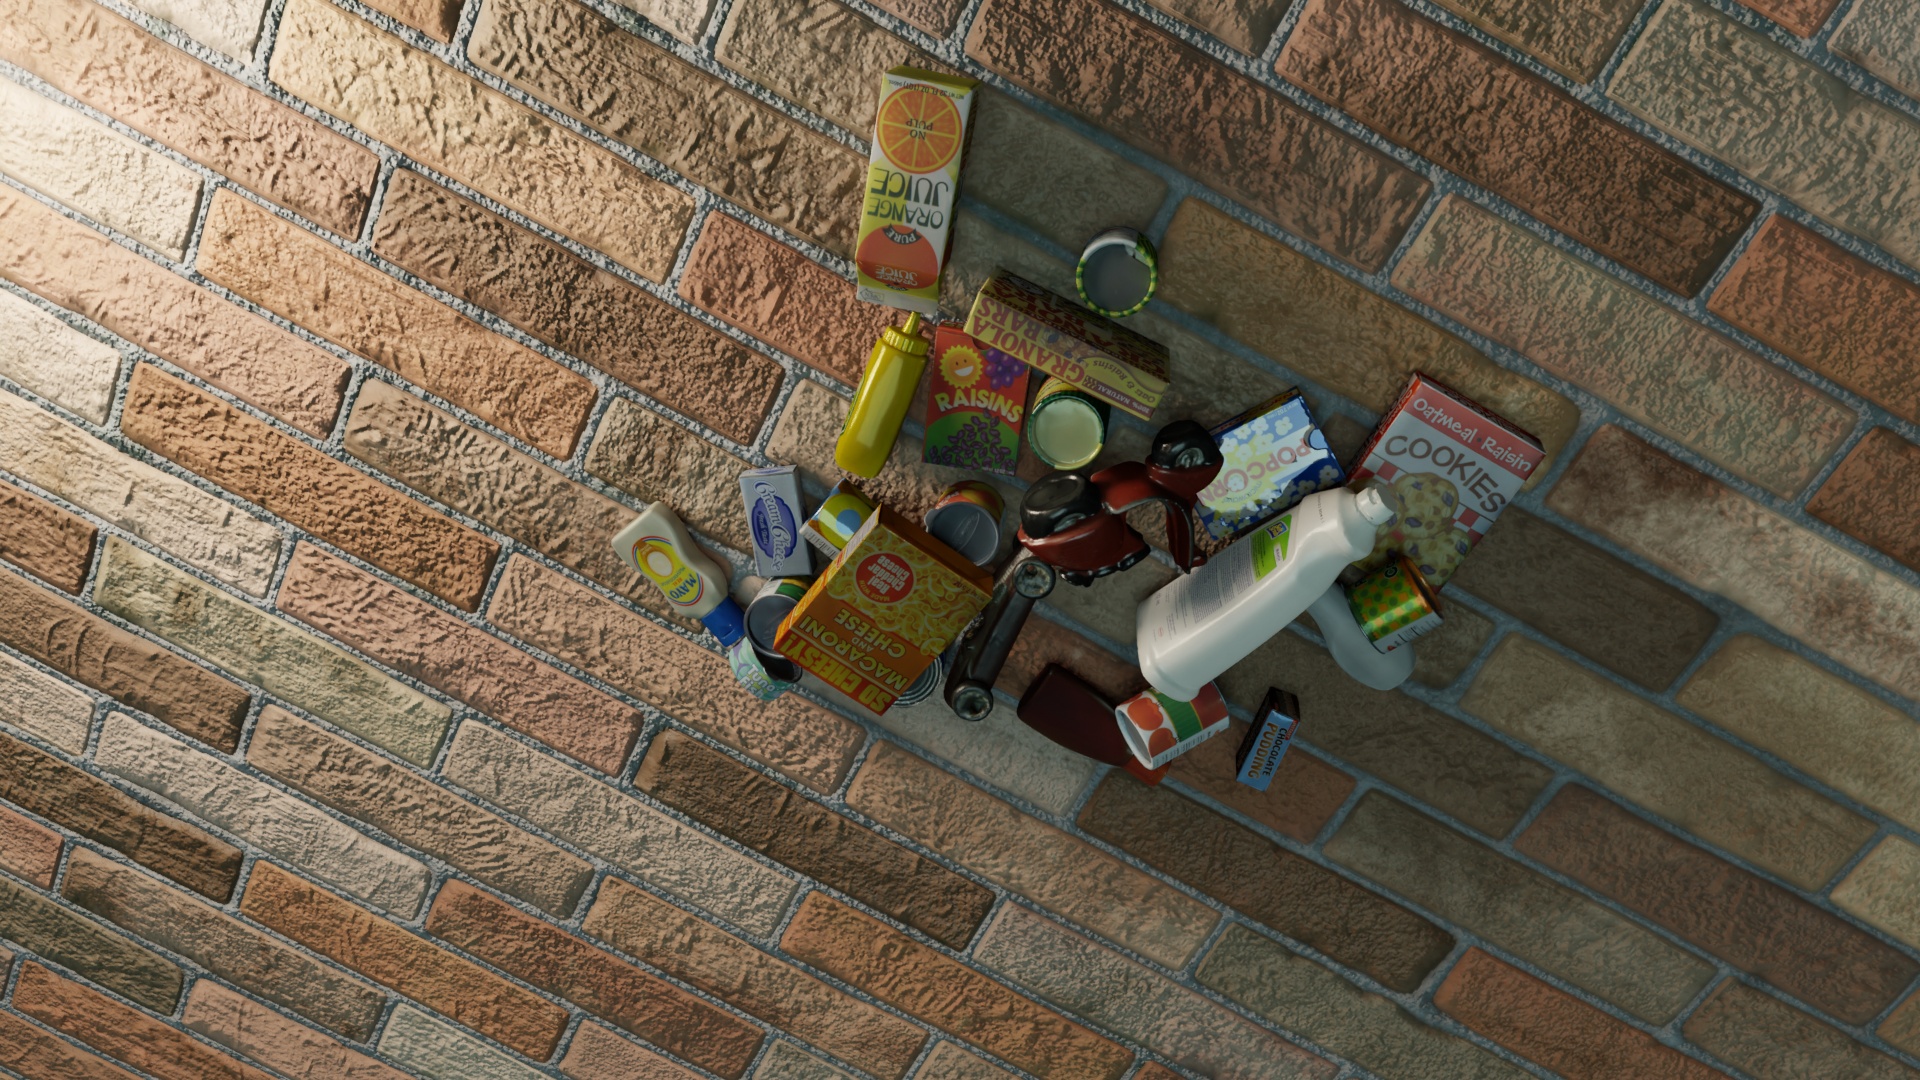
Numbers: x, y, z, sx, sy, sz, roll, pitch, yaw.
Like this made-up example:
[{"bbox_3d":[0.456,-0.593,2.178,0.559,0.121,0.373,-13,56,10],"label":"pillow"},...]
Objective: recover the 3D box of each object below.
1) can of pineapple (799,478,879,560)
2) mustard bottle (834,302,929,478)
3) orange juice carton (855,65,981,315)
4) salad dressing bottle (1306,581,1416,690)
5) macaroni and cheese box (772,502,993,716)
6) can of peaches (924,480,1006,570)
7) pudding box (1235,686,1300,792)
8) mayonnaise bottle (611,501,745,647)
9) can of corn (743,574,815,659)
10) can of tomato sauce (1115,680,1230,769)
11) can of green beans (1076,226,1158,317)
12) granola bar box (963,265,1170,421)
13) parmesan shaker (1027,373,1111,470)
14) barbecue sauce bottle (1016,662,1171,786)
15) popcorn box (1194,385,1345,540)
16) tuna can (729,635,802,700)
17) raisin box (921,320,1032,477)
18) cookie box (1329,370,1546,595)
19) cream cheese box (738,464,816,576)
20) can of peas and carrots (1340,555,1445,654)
[{"bbox_3d":[-0.103,-0.016,1.258,0.058,0.071,0.070,39,112,-8],"label":"can of pineapple"},{"bbox_3d":[-0.063,-0.135,1.209,0.049,0.065,0.159,21,107,-6],"label":"mustard bottle"},{"bbox_3d":[-0.037,-0.283,1.139,0.072,0.073,0.191,13,113,3],"label":"orange juice carton"},{"bbox_3d":[0.341,0.069,1.238,0.147,0.044,0.064,44,113,-8],"label":"salad dressing bottle"},{"bbox_3d":[-0.069,0.064,1.233,0.123,0.040,0.165,34,116,-15],"label":"macaroni and cheese box"},{"bbox_3d":[0.004,-0.016,1.246,0.071,0.058,0.071,3,112,8],"label":"can of peaches"},{"bbox_3d":[0.285,0.184,1.287,0.030,0.050,0.083,21,113,1],"label":"pudding box"},{"bbox_3d":[-0.258,0.036,1.313,0.064,0.041,0.148,-38,101,18],"label":"mayonnaise bottle"},{"bbox_3d":[-0.162,0.071,1.304,0.071,0.058,0.071,3,112,7],"label":"can of corn"},{"bbox_3d":[0.192,0.159,1.267,0.083,0.071,0.071,-27,107,-12],"label":"can of tomato sauce"},{"bbox_3d":[0.130,-0.222,1.147,0.071,0.058,0.071,3,112,7],"label":"can of green beans"},{"bbox_3d":[0.090,-0.163,1.140,0.165,0.125,0.039,26,112,-2],"label":"granola bar box"},{"bbox_3d":[0.095,-0.108,1.172,0.071,0.103,0.071,3,112,7],"label":"parmesan shaker"},{"bbox_3d":[0.129,0.179,1.312,0.148,0.044,0.064,33,111,-6],"label":"barbecue sauce bottle"},{"bbox_3d":[0.254,-0.066,1.200,0.126,0.038,0.085,-27,104,18],"label":"popcorn box"},{"bbox_3d":[-0.185,0.119,1.319,0.032,0.071,0.071,-41,101,22],"label":"tuna can"},{"bbox_3d":[0.015,-0.124,1.212,0.086,0.040,0.123,10,112,5],"label":"raisin box"},{"bbox_3d":[0.395,-0.044,1.188,0.123,0.040,0.166,29,114,-3],"label":"cookie box"},{"bbox_3d":[-0.169,-0.017,1.289,0.053,0.024,0.103,-4,110,10],"label":"cream cheese box"},{"bbox_3d":[0.366,0.052,1.174,0.058,0.071,0.071,-33,104,23],"label":"can of peas and carrots"}]
